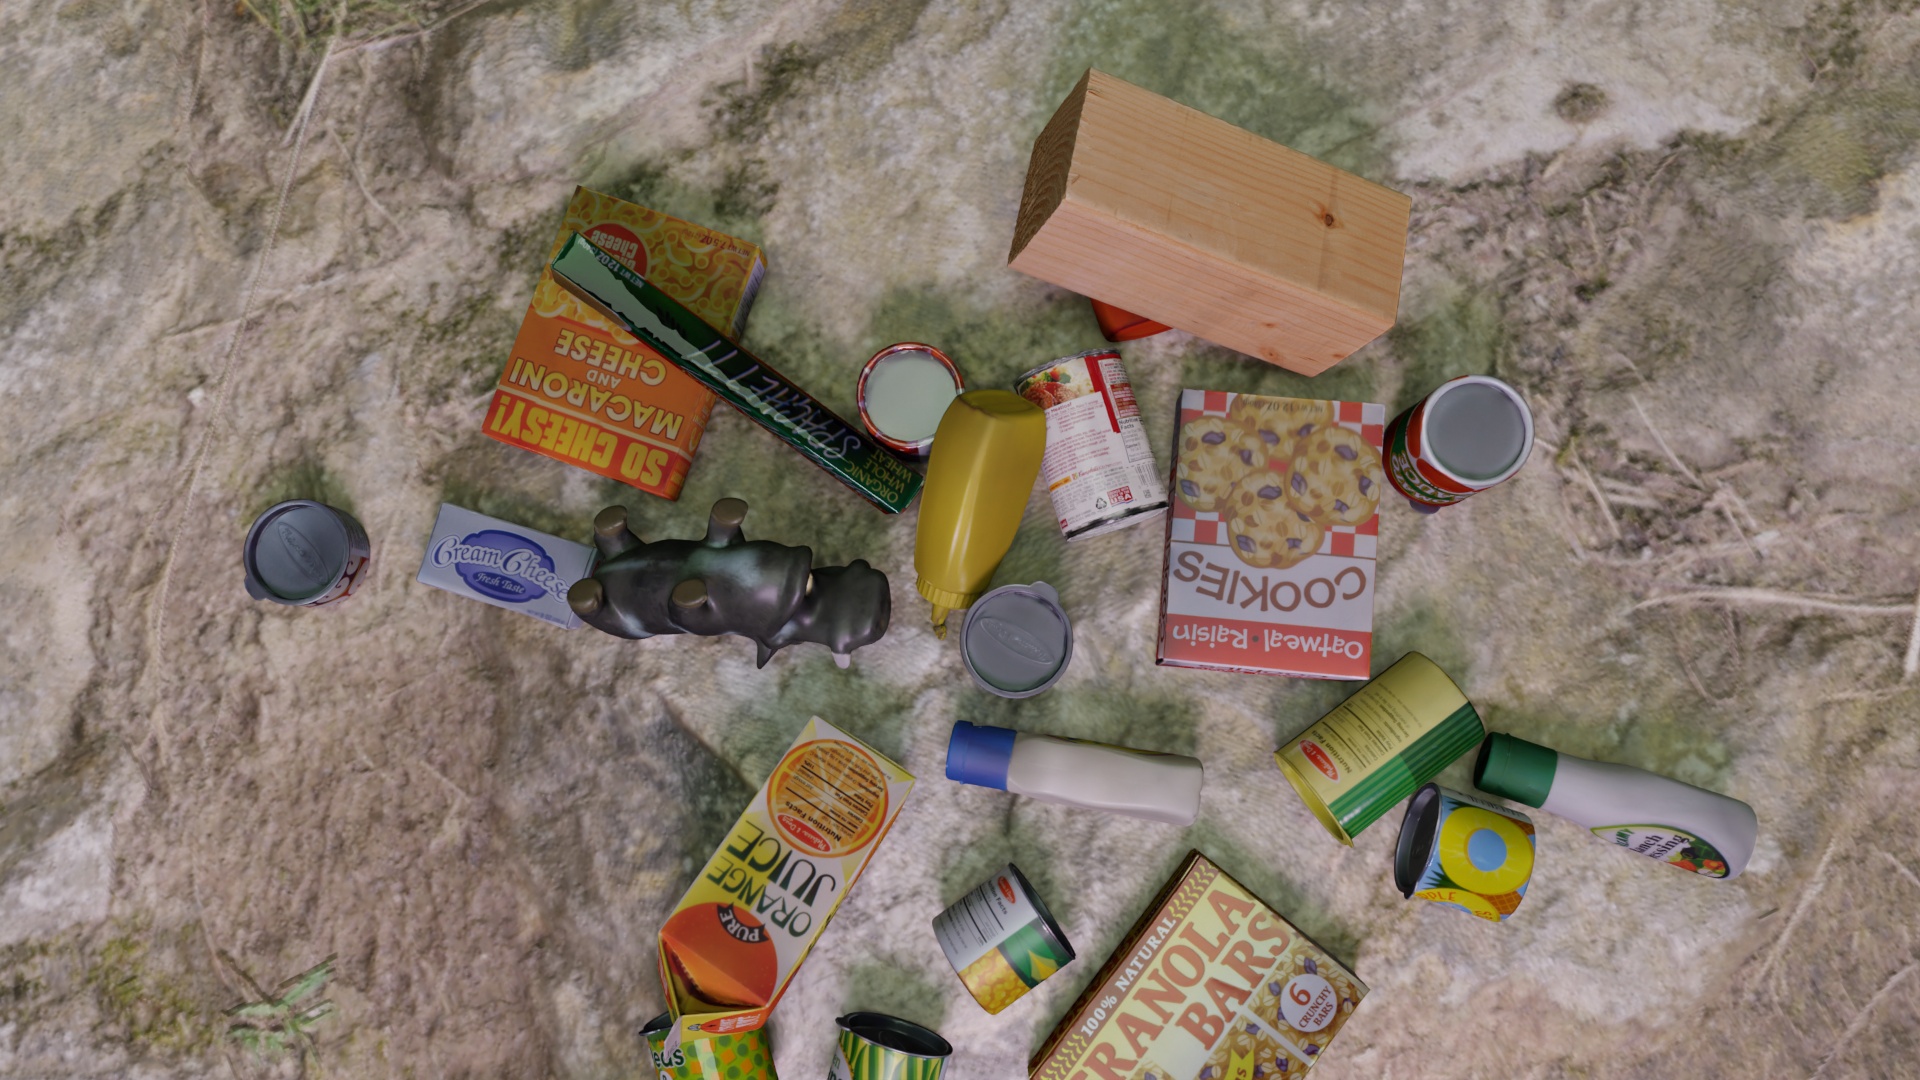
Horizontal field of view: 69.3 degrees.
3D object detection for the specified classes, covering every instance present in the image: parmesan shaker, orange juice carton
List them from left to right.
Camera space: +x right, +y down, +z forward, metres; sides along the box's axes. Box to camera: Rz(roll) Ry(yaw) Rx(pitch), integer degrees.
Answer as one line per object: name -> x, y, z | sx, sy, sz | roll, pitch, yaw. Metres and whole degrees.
orange juice carton -> -0.108, 0.201, 0.778 | 0.073, 0.071, 0.193 | 32, 61, 5
parmesan shaker -> 0.246, 0.123, 0.812 | 0.103, 0.071, 0.071 | -36, 84, -3

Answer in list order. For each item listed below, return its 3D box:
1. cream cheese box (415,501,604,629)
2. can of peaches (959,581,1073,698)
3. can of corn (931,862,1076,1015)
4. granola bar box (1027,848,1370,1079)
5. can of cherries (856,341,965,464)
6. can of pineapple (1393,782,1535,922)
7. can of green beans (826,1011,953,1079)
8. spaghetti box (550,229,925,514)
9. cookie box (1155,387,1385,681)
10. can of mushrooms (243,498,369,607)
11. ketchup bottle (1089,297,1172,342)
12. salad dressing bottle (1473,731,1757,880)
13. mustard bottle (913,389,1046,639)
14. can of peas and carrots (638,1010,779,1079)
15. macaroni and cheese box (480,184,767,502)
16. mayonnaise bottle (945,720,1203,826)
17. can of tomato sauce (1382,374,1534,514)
cream cheese box -> -0.280, 0.016, 0.865 | 0.104, 0.024, 0.053 | 17, 84, 4
can of peaches -> 0.035, 0.059, 0.832 | 0.071, 0.058, 0.071 | 0, 83, 2
can of corn -> 0.026, 0.234, 0.810 | 0.058, 0.071, 0.071 | -35, 84, -1
granola bar box -> 0.137, 0.285, 0.812 | 0.124, 0.039, 0.165 | 38, 86, 6
can of cherries -> -0.031, -0.085, 0.851 | 0.071, 0.058, 0.071 | 0, 84, 2
can of pineapple -> 0.291, 0.182, 0.805 | 0.058, 0.071, 0.071 | 18, 85, 4
can of green beans -> -0.044, 0.313, 0.802 | 0.071, 0.071, 0.058 | 16, 85, 4
spaghetti box -> -0.130, -0.095, 0.826 | 0.250, 0.050, 0.029 | 35, 83, -11
cookie box -> 0.187, -0.002, 0.844 | 0.123, 0.040, 0.167 | 5, 83, 3
can of mushrooms -> -0.408, 0.010, 0.865 | 0.071, 0.033, 0.071 | 0, 84, 1
ketchup bottle -> 0.099, -0.202, 0.867 | 0.065, 0.043, 0.149 | -15, 83, -9
salad dressing bottle -> 0.379, 0.152, 0.811 | 0.148, 0.064, 0.044 | 18, 66, 12
mustard bottle -> 0.003, -0.010, 0.829 | 0.049, 0.065, 0.159 | 35, 119, 36
can of peas and carrots -> -0.146, 0.300, 0.805 | 0.071, 0.071, 0.059 | -17, 84, 0
macaroni and cheese box -> -0.208, -0.122, 0.871 | 0.124, 0.040, 0.166 | 19, 84, 4
mayonnaise bottle -> 0.067, 0.136, 0.822 | 0.148, 0.064, 0.041 | 9, 81, 7
can of tomato sauce -> 0.292, -0.056, 0.824 | 0.071, 0.083, 0.071 | 0, 83, 2
